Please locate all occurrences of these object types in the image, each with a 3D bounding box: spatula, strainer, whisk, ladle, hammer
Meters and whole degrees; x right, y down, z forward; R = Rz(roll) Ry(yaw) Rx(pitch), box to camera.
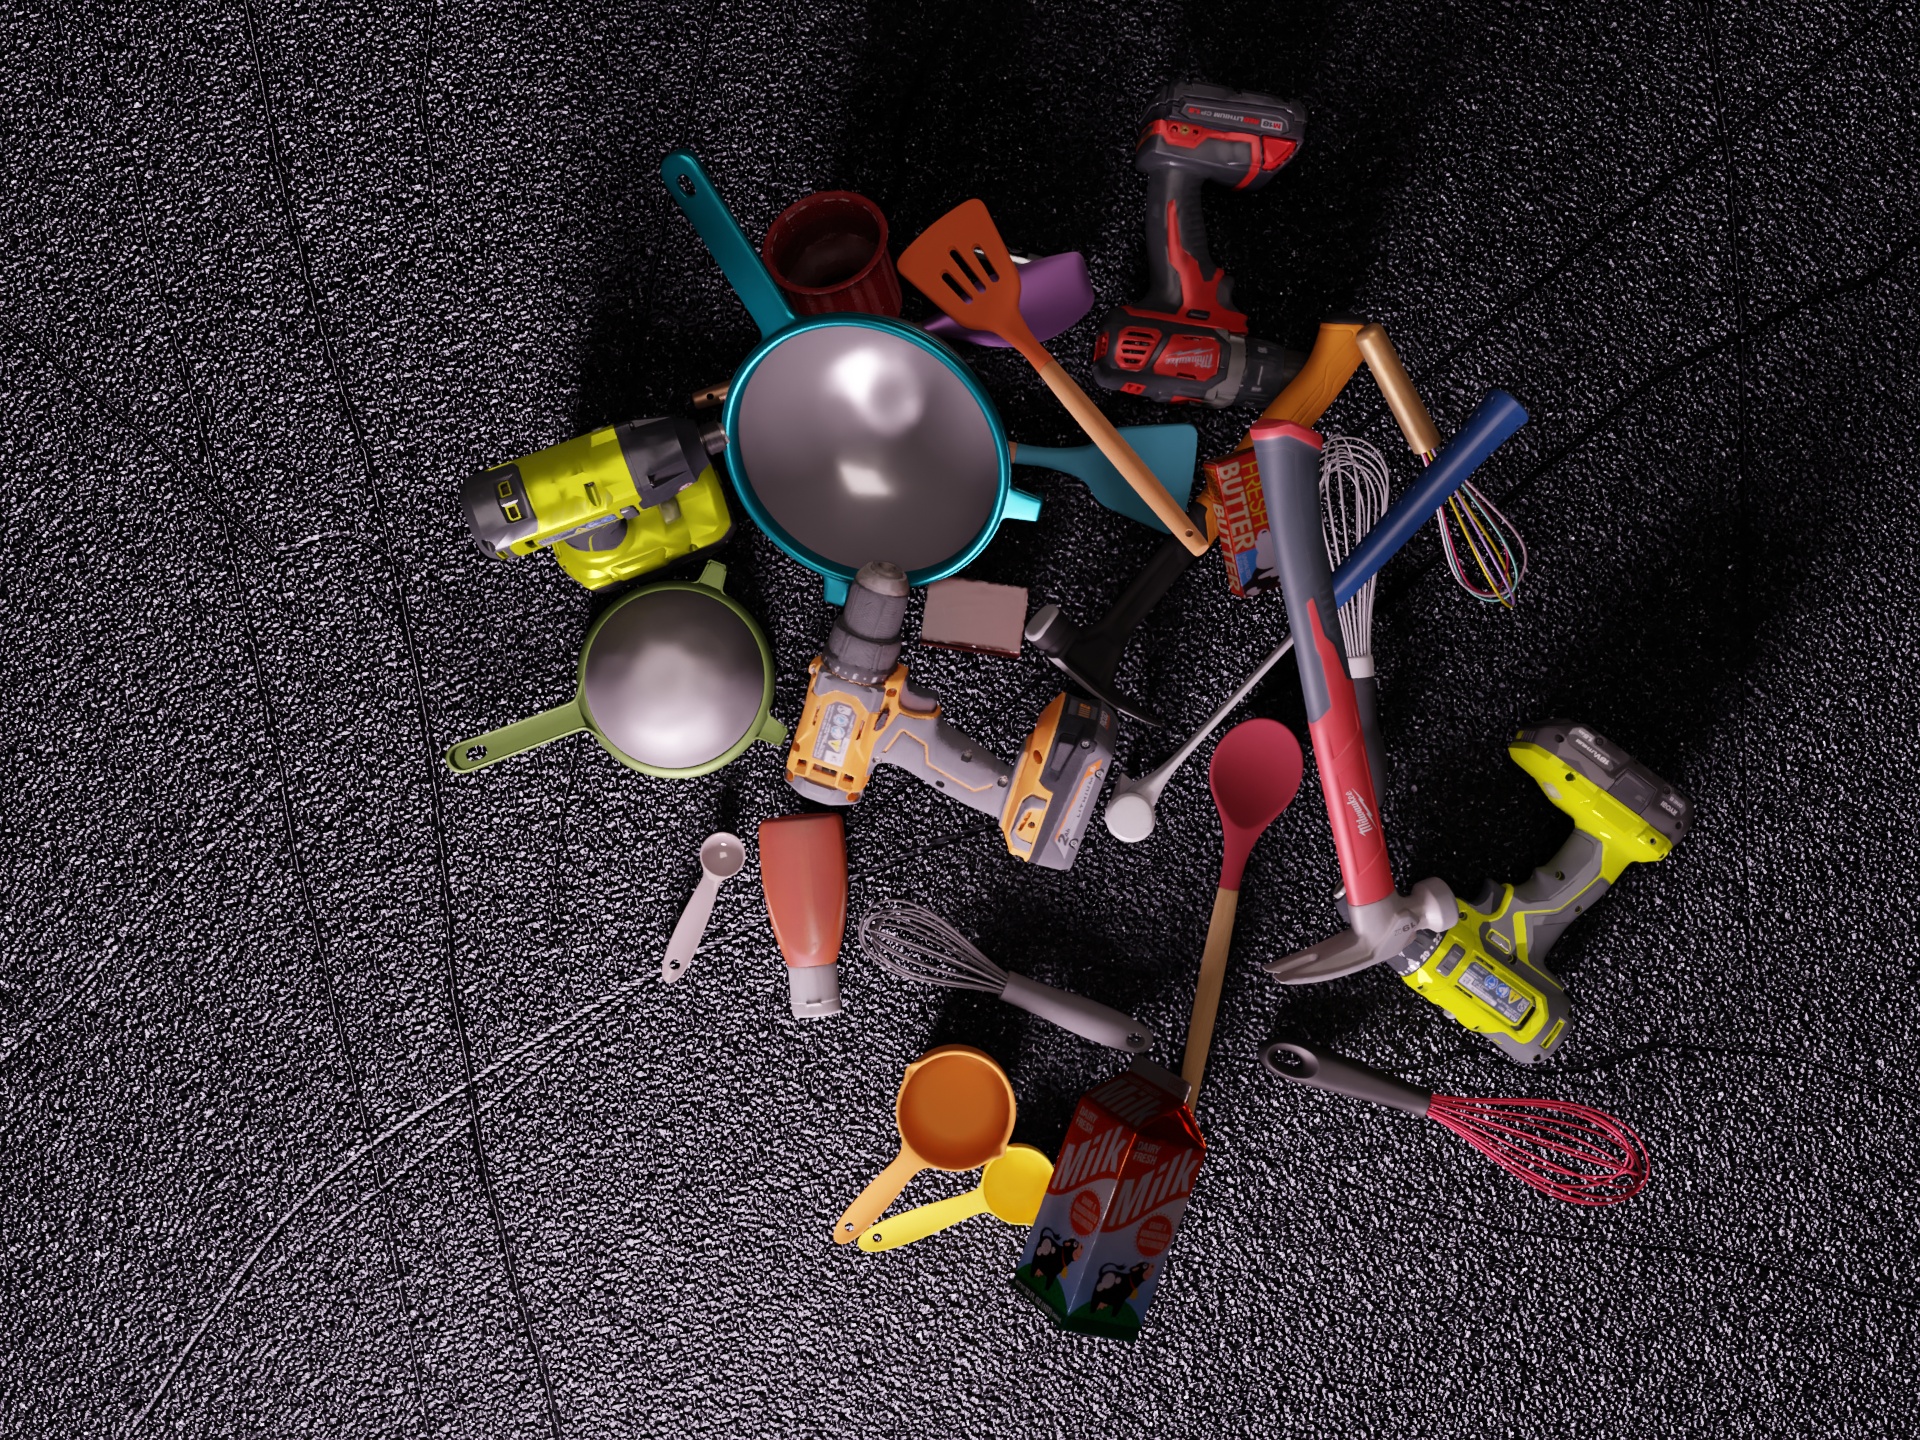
[{"bbox_3d":[0.076,-0.244,1.158,0.081,0.041,0.323,-38,72,4],"label":"spatula"},{"bbox_3d":[0.016,-0.207,1.201,0.317,0.044,0.082,9,106,1],"label":"spatula"},{"bbox_3d":[-0.265,-0.014,1.179,0.256,0.069,0.151,-20,88,-3],"label":"strainer"},{"bbox_3d":[0.036,0.195,1.190,0.239,0.055,0.055,23,88,-4],"label":"whisk"},{"bbox_3d":[-0.052,-0.287,1.211,0.316,0.018,0.059,-16,104,2],"label":"spatula"},{"bbox_3d":[0.365,0.291,1.183,0.296,0.073,0.073,18,88,6],"label":"whisk"},{"bbox_3d":[0.199,0.153,1.200,0.069,0.031,0.315,12,90,2],"label":"ladle"},{"bbox_3d":[0.354,-0.185,1.175,0.047,0.051,0.244,-42,109,-24],"label":"whisk"},{"bbox_3d":[-0.091,-0.256,1.121,0.211,0.095,0.340,-21,115,29],"label":"strainer"},{"bbox_3d":[0.197,-0.156,1.171,0.127,0.034,0.337,38,92,-23],"label":"hammer"},{"bbox_3d":[0.246,-0.072,1.131,0.035,0.144,0.405,43,94,2],"label":"hammer"},{"bbox_3d":[0.296,-0.072,1.194,0.070,0.070,0.284,-6,93,-1],"label":"whisk"},{"bbox_3d":[0.235,-0.009,1.067,0.143,0.038,0.386,-20,108,-11],"label":"hammer"}]

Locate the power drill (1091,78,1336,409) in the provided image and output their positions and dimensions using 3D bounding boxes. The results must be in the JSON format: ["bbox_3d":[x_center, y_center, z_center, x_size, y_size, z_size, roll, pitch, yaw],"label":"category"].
[{"bbox_3d":[0.204,-0.344,1.193,0.188,0.080,0.227,8,92,-7],"label":"power drill"}]

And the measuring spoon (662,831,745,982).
[{"bbox_3d":[-0.197,0.141,1.205,0.034,0.018,0.124,24,95,0],"label":"measuring spoon"}]

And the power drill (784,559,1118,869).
[{"bbox_3d":[-0.002,-0.004,1.152,0.226,0.084,0.185,18,114,1],"label":"power drill"}]

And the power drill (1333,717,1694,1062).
[{"bbox_3d":[0.408,0.113,1.179,0.190,0.080,0.228,36,91,1],"label":"power drill"}]

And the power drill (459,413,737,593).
[{"bbox_3d":[-0.232,-0.153,1.107,0.171,0.223,0.080,-20,89,-1],"label":"power drill"}]

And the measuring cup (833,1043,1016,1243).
[{"bbox_3d":[-0.032,0.316,1.180,0.095,0.052,0.173,42,90,1],"label":"measuring cup"}]

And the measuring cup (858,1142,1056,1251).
[{"bbox_3d":[-0.002,0.362,1.191,0.156,0.029,0.062,-21,88,1],"label":"measuring cup"}]
